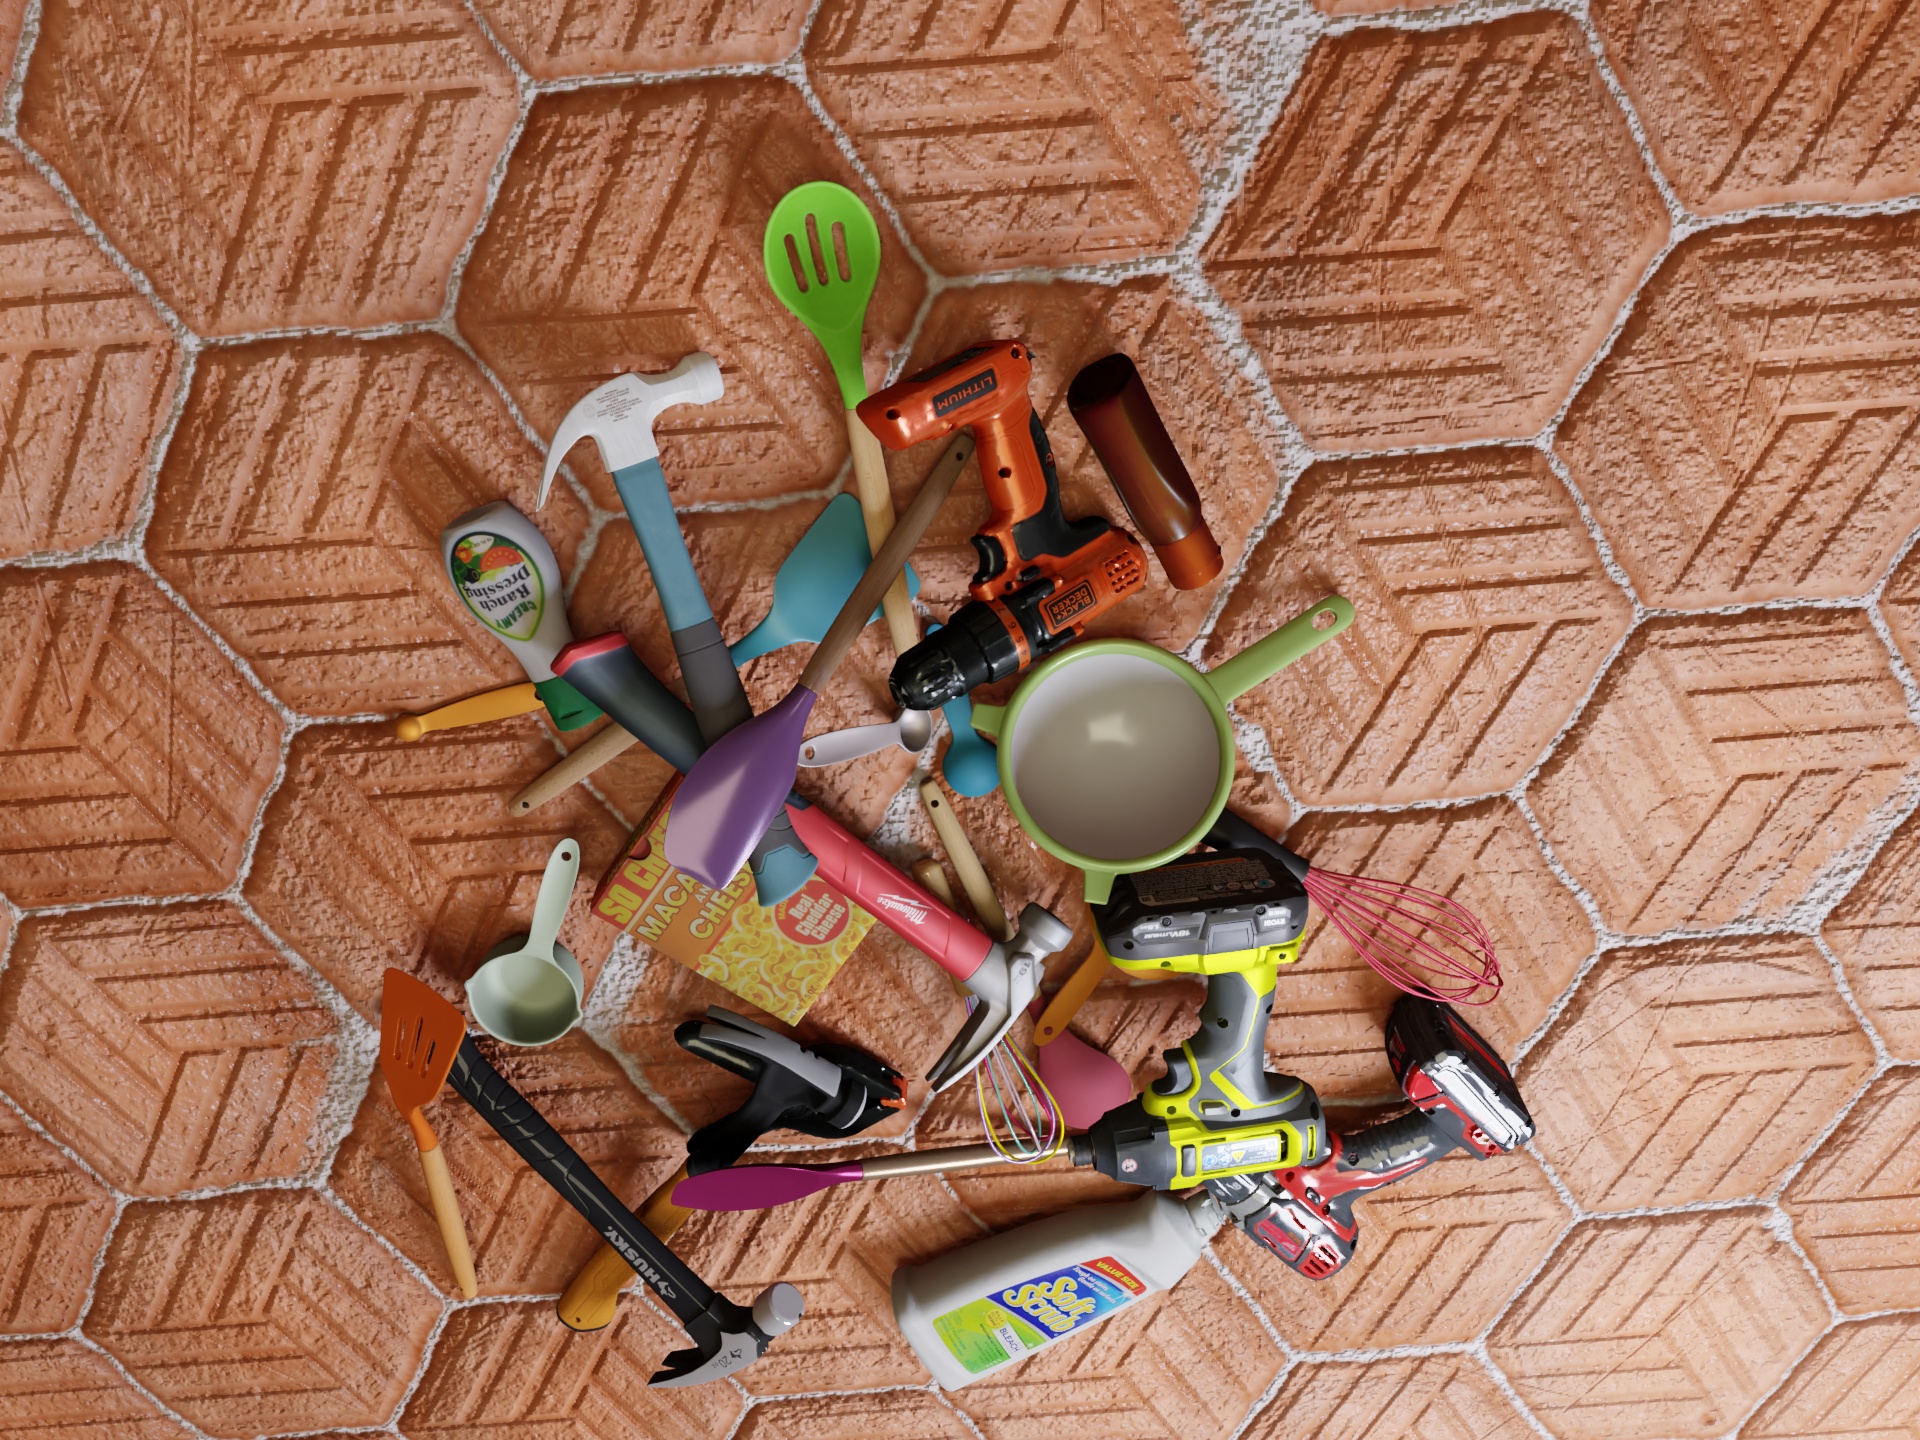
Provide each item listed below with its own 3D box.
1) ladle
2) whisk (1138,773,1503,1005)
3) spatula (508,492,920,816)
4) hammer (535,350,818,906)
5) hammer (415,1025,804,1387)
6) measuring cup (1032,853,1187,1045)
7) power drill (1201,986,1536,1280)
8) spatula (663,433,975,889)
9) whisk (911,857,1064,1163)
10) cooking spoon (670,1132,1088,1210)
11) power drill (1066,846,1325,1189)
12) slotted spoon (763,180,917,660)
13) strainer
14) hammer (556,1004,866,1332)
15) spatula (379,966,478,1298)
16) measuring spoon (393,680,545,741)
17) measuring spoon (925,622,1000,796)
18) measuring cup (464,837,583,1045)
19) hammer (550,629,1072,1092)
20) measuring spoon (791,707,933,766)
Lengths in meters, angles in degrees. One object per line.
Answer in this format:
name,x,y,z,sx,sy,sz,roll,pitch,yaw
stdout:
ladle,0.042,0.173,1.125,0.069,0.031,0.315,-23,111,9
whisk,0.248,0.114,1.090,0.295,0.073,0.073,29,110,-8
spatula,-0.173,-0.025,1.035,0.317,0.044,0.082,-33,112,17
hammer,-0.156,-0.045,0.962,0.128,0.033,0.331,-21,101,-15
hammer,-0.270,0.338,1.134,0.335,0.035,0.146,46,119,-1
measuring cup,0.109,0.167,1.094,0.095,0.052,0.173,34,98,-18
power drill,0.275,0.295,1.159,0.226,0.080,0.187,-41,108,18
spatula,-0.081,-0.042,0.962,0.059,0.018,0.316,35,84,-17
whisk,0.019,0.207,1.123,0.047,0.051,0.245,-9,108,36
cooking spoon,-0.048,0.318,1.137,0.318,0.017,0.068,0,139,-21
power drill,0.152,0.205,1.049,0.171,0.080,0.223,-6,112,-5
slotted spoon,-0.060,-0.165,0.966,0.070,0.031,0.313,-17,113,-13
strainer,0.143,-0.002,1.035,0.256,0.069,0.151,-32,79,-5
hammer,-0.211,0.343,1.161,0.127,0.034,0.336,33,117,-14
spatula,-0.371,0.313,1.143,0.081,0.041,0.322,24,133,26
measuring spoon,-0.317,-0.006,1.043,0.117,0.011,0.021,-14,113,4
measuring spoon,-0.002,-0.003,1.047,0.042,0.021,0.128,-14,114,4
measuring cup,-0.287,0.146,1.098,0.083,0.038,0.167,17,110,-9
hammer,-0.109,0.085,1.029,0.386,0.038,0.143,39,86,-17
measuring spoon,-0.065,0.011,1.016,0.018,0.124,0.034,5,103,42
